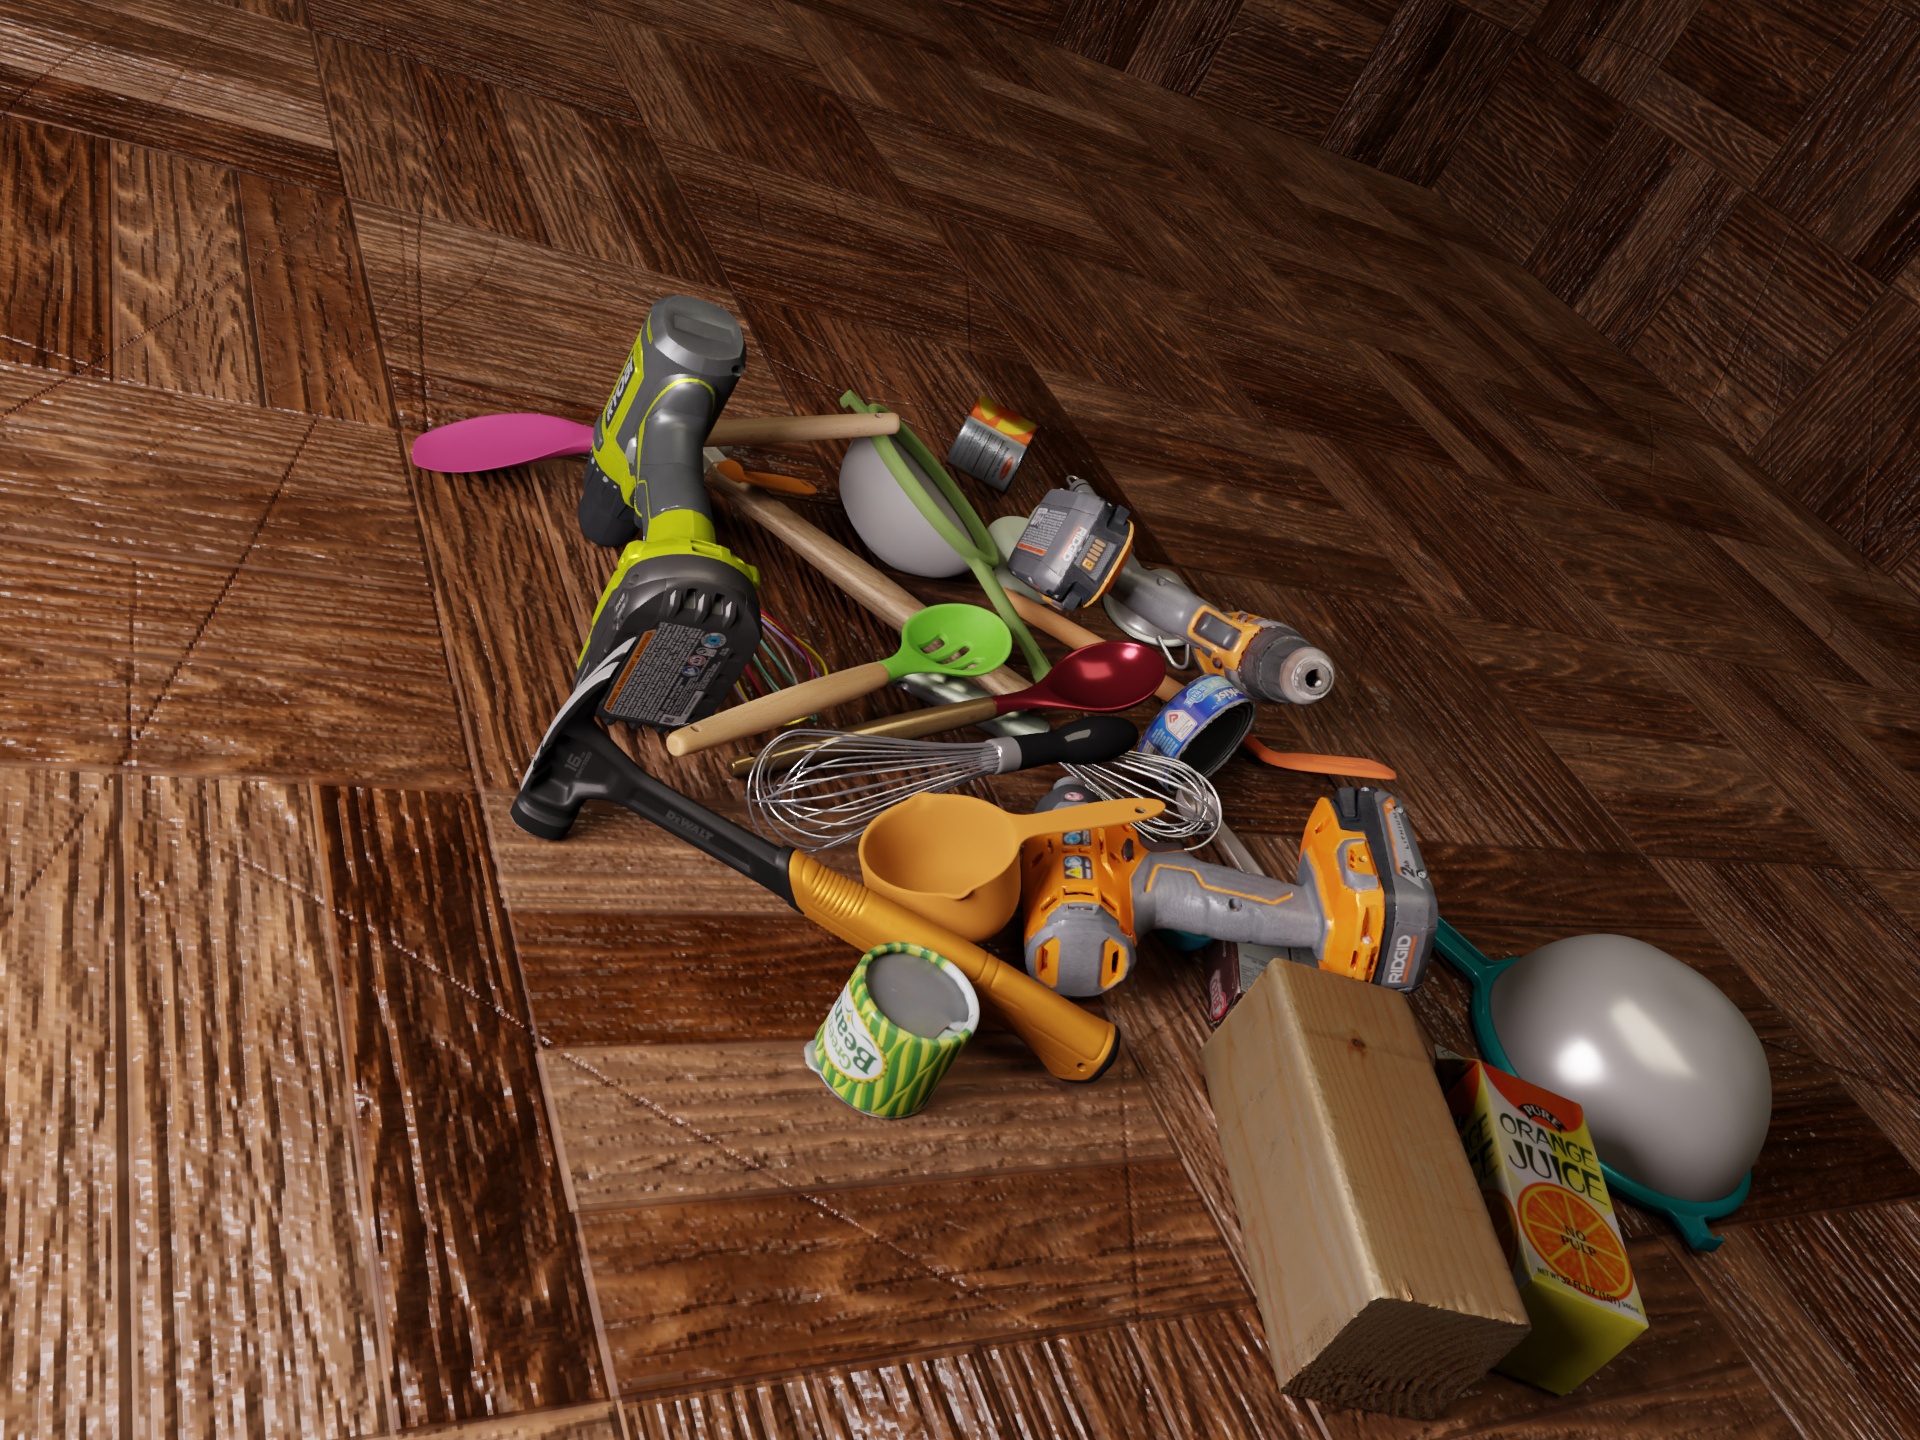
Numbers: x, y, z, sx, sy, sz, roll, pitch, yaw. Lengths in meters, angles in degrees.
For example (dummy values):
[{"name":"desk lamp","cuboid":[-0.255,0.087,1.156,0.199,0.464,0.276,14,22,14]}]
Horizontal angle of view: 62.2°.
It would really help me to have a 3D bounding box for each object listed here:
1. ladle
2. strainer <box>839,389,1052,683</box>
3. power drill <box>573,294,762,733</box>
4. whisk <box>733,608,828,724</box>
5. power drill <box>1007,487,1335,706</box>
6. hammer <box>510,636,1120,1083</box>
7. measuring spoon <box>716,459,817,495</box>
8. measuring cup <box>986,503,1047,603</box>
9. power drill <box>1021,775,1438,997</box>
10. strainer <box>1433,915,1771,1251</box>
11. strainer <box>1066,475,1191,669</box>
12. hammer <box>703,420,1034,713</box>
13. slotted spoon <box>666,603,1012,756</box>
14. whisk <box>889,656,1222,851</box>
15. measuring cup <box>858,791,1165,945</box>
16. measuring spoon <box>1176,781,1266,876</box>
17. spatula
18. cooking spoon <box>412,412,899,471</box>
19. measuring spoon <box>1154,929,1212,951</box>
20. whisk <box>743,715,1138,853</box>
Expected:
[{"name":"ladle","cuboid":[-0.002,-0.003,0.999,0.315,0.031,0.069,-13,38,-31]},{"name":"strainer","cuboid":[-0.017,-0.112,1.156,0.256,0.069,0.151,59,14,20]},{"name":"power drill","cuboid":[-0.182,-0.109,0.937,0.080,0.190,0.229,11,51,-27]},{"name":"whisk","cuboid":[-0.147,-0.078,1.025,0.051,0.047,0.245,21,25,-47]},{"name":"power drill","cuboid":[0.159,-0.080,1.155,0.226,0.084,0.185,29,4,-13]},{"name":"hammer","cuboid":[-0.060,0.088,0.812,0.336,0.127,0.034,31,37,-8]},{"name":"measuring spoon","cuboid":[-0.131,-0.170,1.107,0.021,0.011,0.117,42,19,19]},{"name":"measuring cup","cuboid":[0.062,-0.152,1.288,0.083,0.038,0.168,28,35,-2]},{"name":"power drill","cuboid":[0.149,0.089,0.940,0.226,0.084,0.164,1,35,0]},{"name":"strainer","cuboid":[0.406,0.171,1.061,0.340,0.095,0.211,42,35,16]},{"name":"strainer","cuboid":[0.138,-0.140,1.334,0.087,0.050,0.259,-4,40,-21]},{"name":"hammer","cuboid":[-0.083,-0.107,1.106,0.331,0.031,0.130,37,18,7]},{"name":"slotted spoon","cuboid":[-0.065,-0.023,0.947,0.070,0.031,0.314,33,29,21]},{"name":"whisk","cuboid":[0.061,0.017,1.055,0.246,0.057,0.059,26,70,2]},{"name":"measuring cup","cuboid":[0.031,0.080,0.883,0.173,0.052,0.095,-10,34,-11]},{"name":"measuring spoon","cuboid":[0.183,0.094,1.075,0.034,0.018,0.124,-3,51,-46]},{"name":"spatula","cuboid":[0.174,-0.024,1.200,0.322,0.041,0.081,30,9,3]},{"name":"cooking spoon","cuboid":[-0.198,-0.188,1.056,0.319,0.017,0.069,-5,41,-8]},{"name":"measuring spoon","cuboid":[0.115,0.104,1.007,0.042,0.021,0.129,3,32,-34]},{"name":"whisk","cuboid":[-0.002,0.025,0.951,0.284,0.070,0.070,-9,49,-35]}]
